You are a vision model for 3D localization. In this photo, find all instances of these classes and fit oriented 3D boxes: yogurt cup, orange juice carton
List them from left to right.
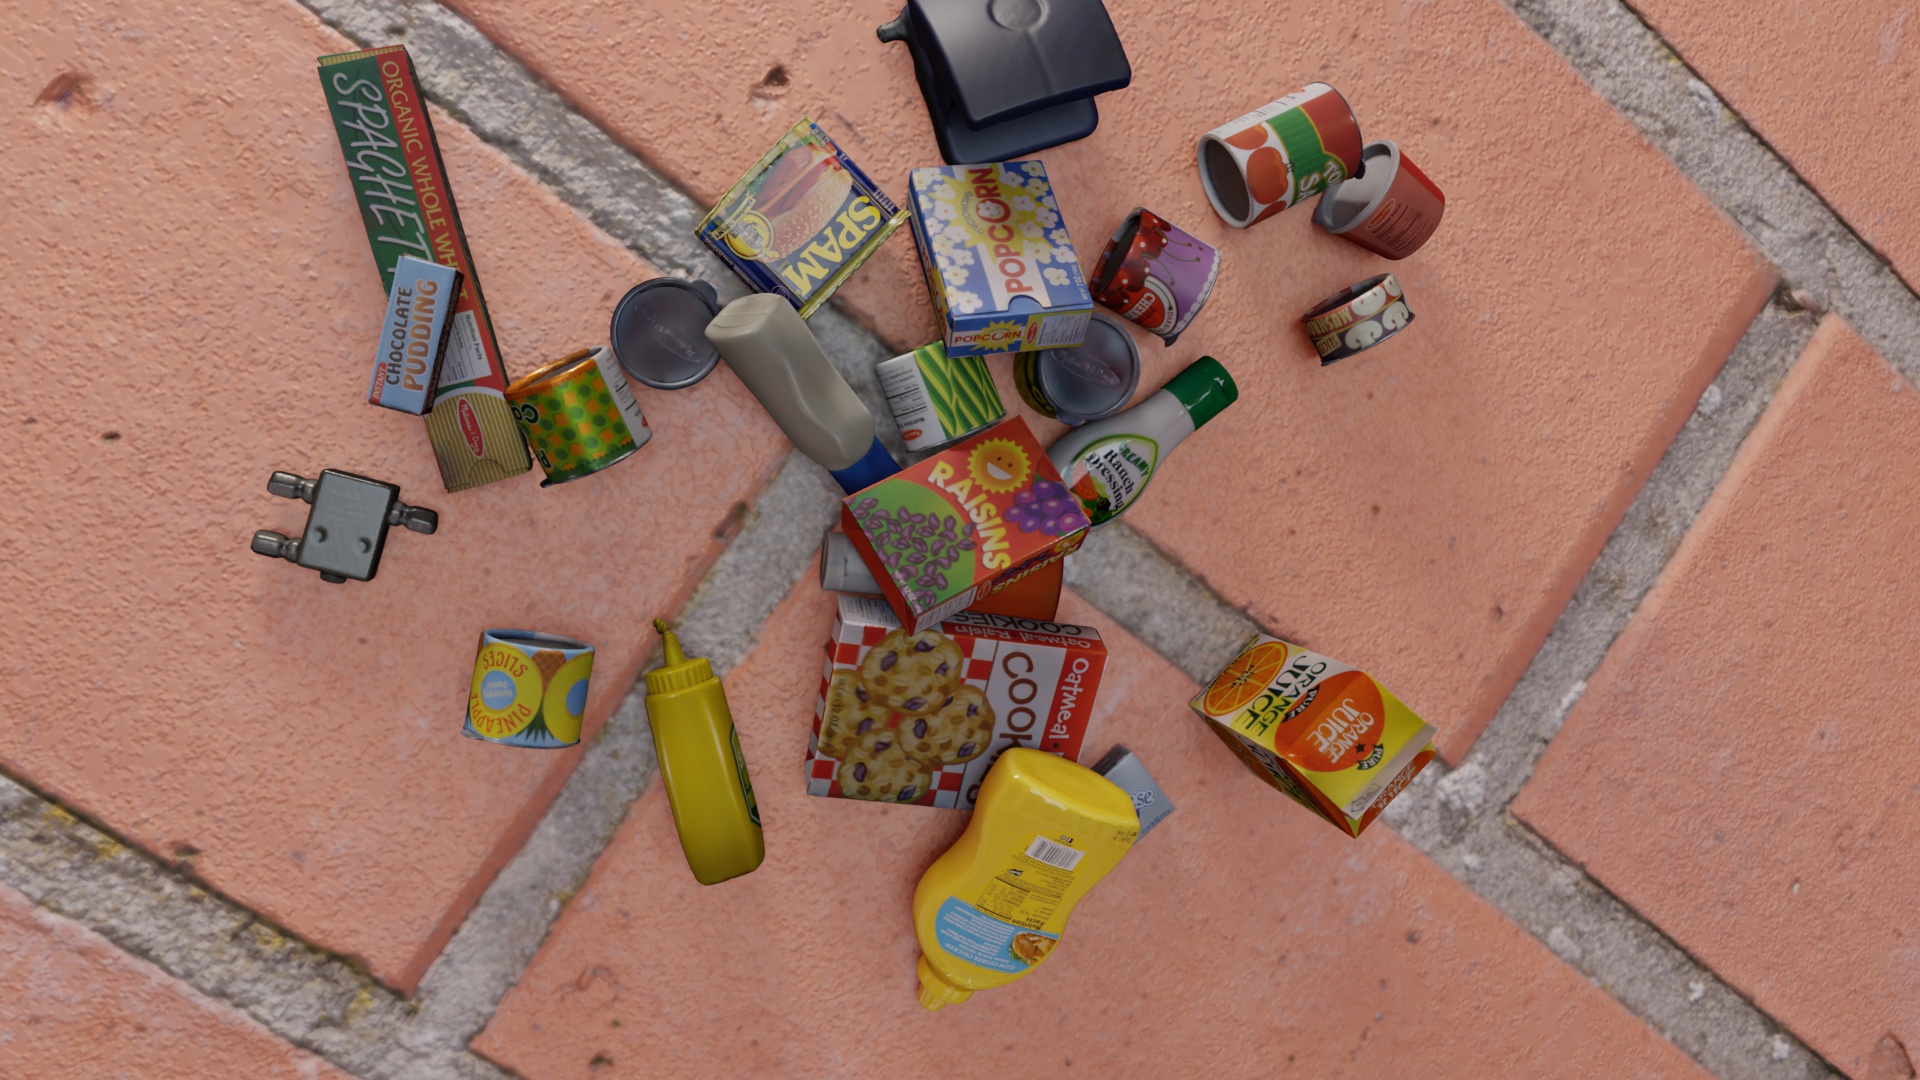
[{"bbox_3d":[0.221,0.120,0.856,0.072,0.193,0.073,-44,102,-5],"label":"orange juice carton"},{"bbox_3d":[0.278,-0.220,0.910,0.054,0.072,0.072,27,88,-22],"label":"yogurt cup"}]

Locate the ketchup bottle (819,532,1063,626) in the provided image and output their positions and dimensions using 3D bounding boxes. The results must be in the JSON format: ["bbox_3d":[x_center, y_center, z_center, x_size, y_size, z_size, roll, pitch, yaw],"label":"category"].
[{"bbox_3d":[-0.012,0.019,0.870,0.149,0.043,0.064,6,98,-13],"label":"ketchup bottle"}]

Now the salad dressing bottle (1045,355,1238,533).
[{"bbox_3d":[0.111,-0.062,0.892,0.148,0.044,0.064,-38,115,-8],"label":"salad dressing bottle"}]

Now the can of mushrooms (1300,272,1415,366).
[{"bbox_3d":[0.258,-0.144,0.908,0.071,0.071,0.033,-31,100,-9],"label":"can of mushrooms"}]

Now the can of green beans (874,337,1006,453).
[{"bbox_3d":[-0.013,-0.092,0.850,0.071,0.071,0.057,-23,99,-10],"label":"can of green beans"}]

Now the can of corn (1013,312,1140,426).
[{"bbox_3d":[0.071,-0.106,0.872,0.071,0.058,0.071,-1,95,-13],"label":"can of corn"}]

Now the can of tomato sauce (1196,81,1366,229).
[{"bbox_3d":[0.204,-0.244,0.888,0.083,0.071,0.071,-27,100,-9],"label":"can of tomato sauce"}]

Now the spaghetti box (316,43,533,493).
[{"bbox_3d":[-0.305,-0.154,0.796,0.050,0.028,0.249,-16,98,-11],"label":"spaghetti box"}]

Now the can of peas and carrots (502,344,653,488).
[{"bbox_3d":[-0.222,-0.072,0.798,0.071,0.071,0.058,-26,110,-10],"label":"can of peas and carrots"}]

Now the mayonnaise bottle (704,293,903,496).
[{"bbox_3d":[-0.086,-0.079,0.825,0.041,0.065,0.147,-53,126,-23],"label":"mayonnaise bottle"}]

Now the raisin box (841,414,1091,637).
[{"bbox_3d":[0.003,-0.010,0.824,0.124,0.040,0.086,-26,70,-18],"label":"raisin box"}]

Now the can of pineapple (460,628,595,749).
[{"bbox_3d":[-0.251,0.085,0.807,0.071,0.071,0.058,10,92,-14],"label":"can of pineapple"}]

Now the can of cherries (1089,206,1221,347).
[{"bbox_3d":[0.121,-0.166,0.874,0.058,0.071,0.071,26,89,-14],"label":"can of cherries"}]

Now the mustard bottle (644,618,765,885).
[{"bbox_3d":[-0.158,0.123,0.835,0.049,0.065,0.160,-15,94,-7],"label":"mustard bottle"}]

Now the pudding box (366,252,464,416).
[{"bbox_3d":[-0.298,-0.112,0.760,0.030,0.049,0.083,14,92,-14],"label":"pudding box"}]

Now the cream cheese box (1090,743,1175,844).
[{"bbox_3d":[0.085,0.188,0.916,0.104,0.024,0.053,-39,100,-8],"label":"cream cheese box"}]

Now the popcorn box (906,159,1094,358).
[{"bbox_3d":[0.021,-0.171,0.832,0.085,0.038,0.127,-7,57,-13],"label":"popcorn box"}]

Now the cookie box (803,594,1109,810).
[{"bbox_3d":[-0.004,0.105,0.864,0.168,0.040,0.122,8,112,-14],"label":"cookie box"}]

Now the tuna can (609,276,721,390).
[{"bbox_3d":[-0.173,-0.124,0.827,0.071,0.033,0.071,-1,95,-13],"label":"tuna can"}]
